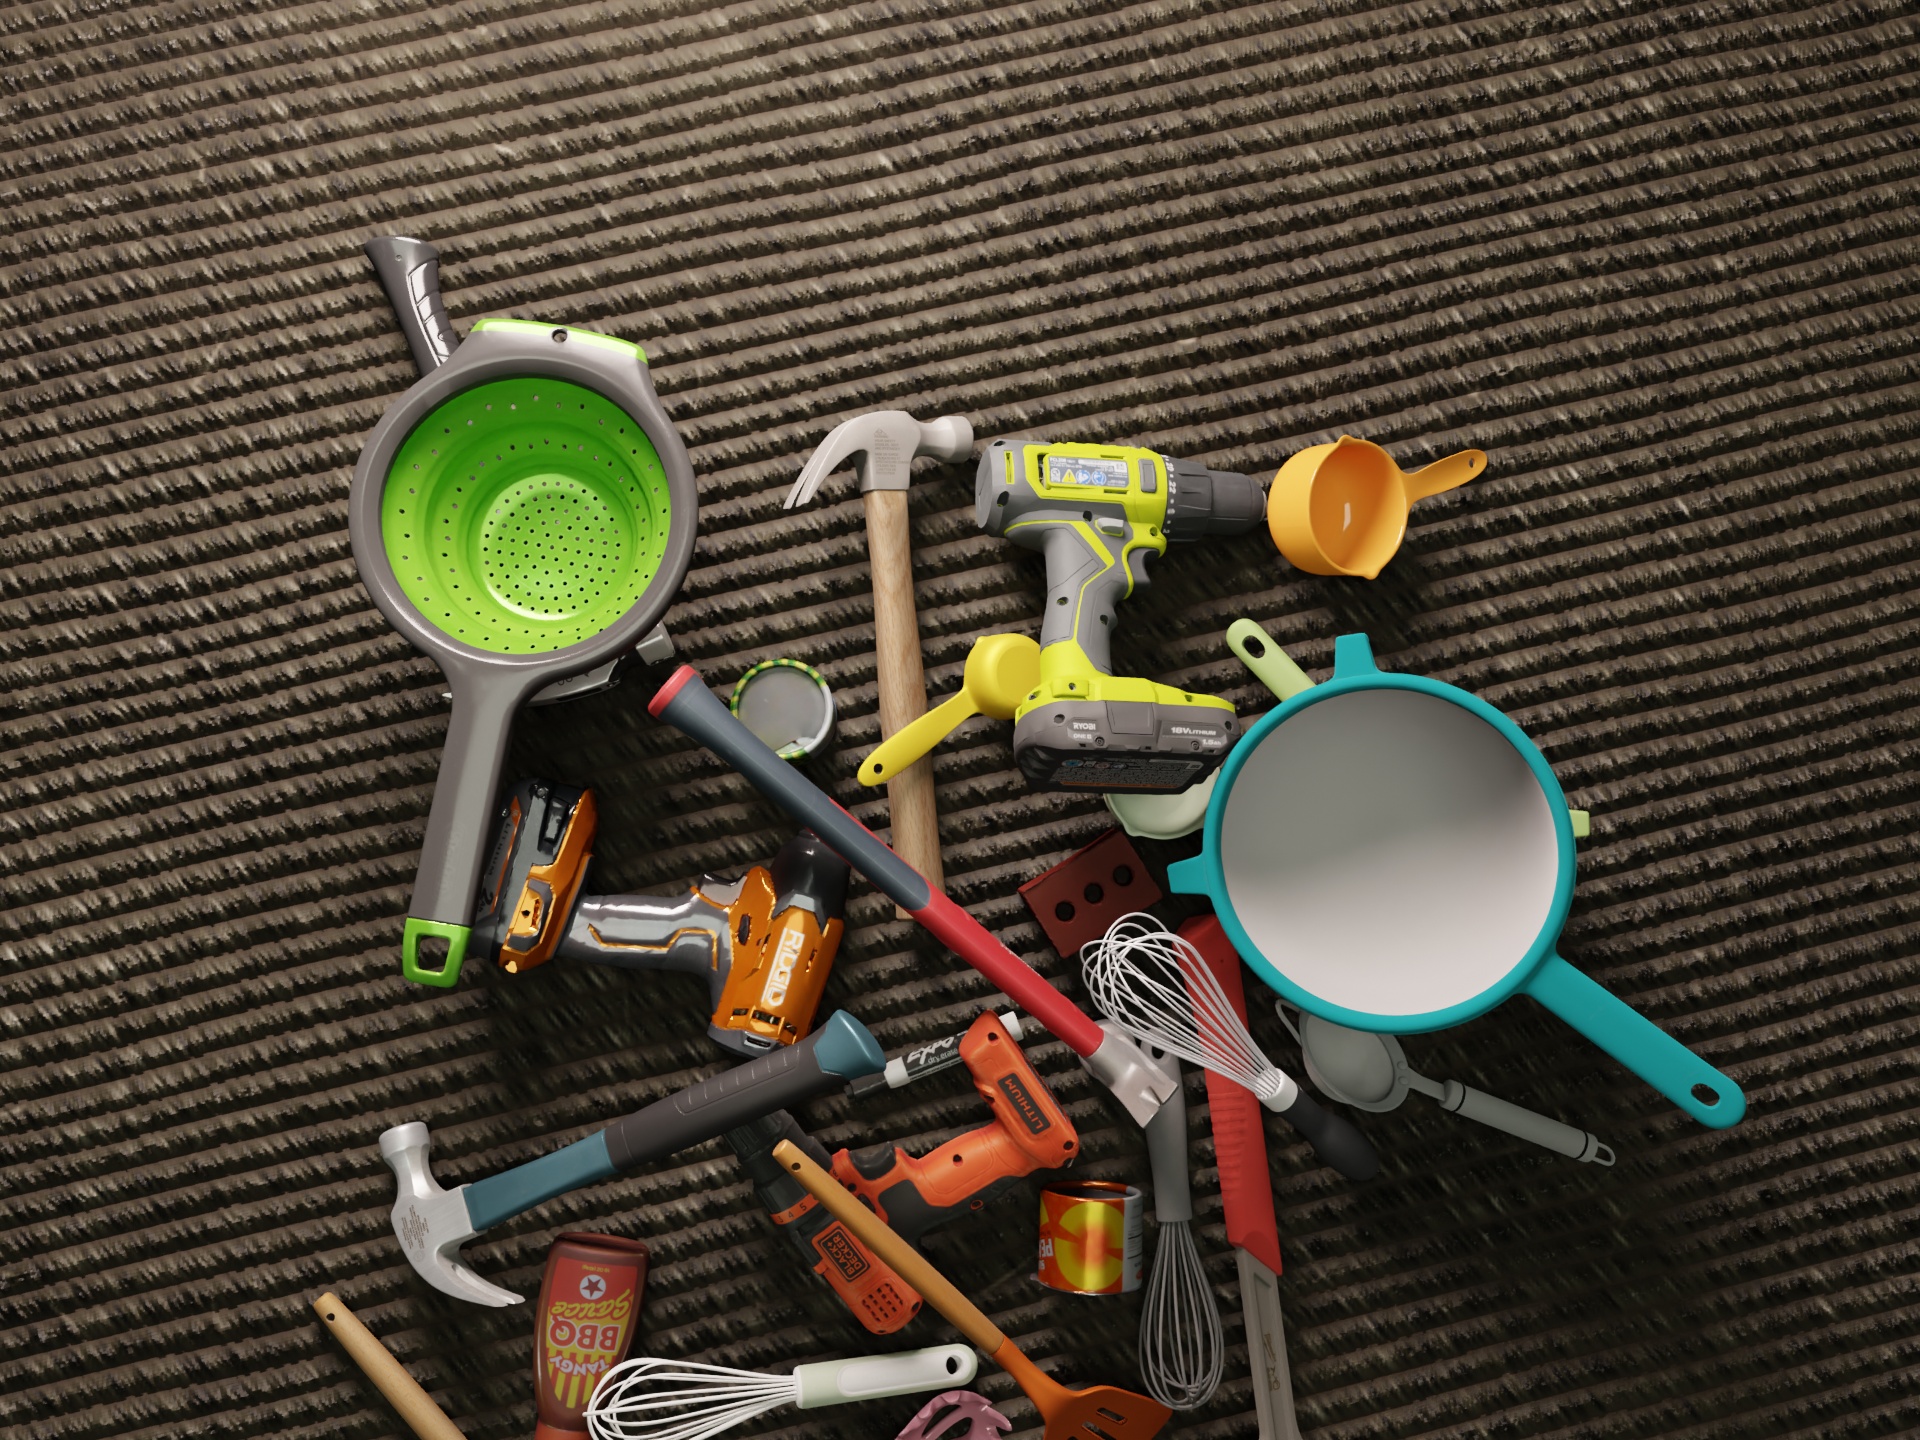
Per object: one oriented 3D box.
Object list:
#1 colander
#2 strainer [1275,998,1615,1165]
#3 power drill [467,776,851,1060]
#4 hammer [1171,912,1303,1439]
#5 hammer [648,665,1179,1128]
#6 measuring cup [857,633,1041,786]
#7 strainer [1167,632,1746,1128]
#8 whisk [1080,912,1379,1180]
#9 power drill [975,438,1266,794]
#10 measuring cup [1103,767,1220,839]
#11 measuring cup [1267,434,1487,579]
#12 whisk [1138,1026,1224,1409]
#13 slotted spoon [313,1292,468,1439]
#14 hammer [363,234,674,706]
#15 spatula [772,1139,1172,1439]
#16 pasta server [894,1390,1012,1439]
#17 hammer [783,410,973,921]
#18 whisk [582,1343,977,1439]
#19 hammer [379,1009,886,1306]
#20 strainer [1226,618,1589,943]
[{"bbox_3d":[-0.273,-0.038,0.969,0.204,0.094,0.397,10,81,-2],"label":"colander"},{"bbox_3d":[0.311,0.243,1.036,0.258,0.050,0.087,22,41,-5],"label":"strainer"},{"bbox_3d":[-0.185,0.109,1.010,0.226,0.084,0.164,19,84,-5],"label":"power drill"},{"bbox_3d":[0.190,0.302,1.013,0.149,0.037,0.359,1,76,-34],"label":"hammer"},{"bbox_3d":[-0.029,0.104,0.957,0.386,0.143,0.038,40,87,-6],"label":"hammer"},{"bbox_3d":[-0.002,-0.003,1.020,0.156,0.029,0.062,-36,104,-28],"label":"measuring cup"},{"bbox_3d":[0.308,0.113,0.945,0.340,0.095,0.211,38,106,14],"label":"strainer"},{"bbox_3d":[0.174,0.209,0.967,0.284,0.070,0.070,42,84,-27],"label":"whisk"},{"bbox_3d":[0.111,-0.073,1.016,0.190,0.080,0.229,2,67,-12],"label":"power drill"},{"bbox_3d":[0.168,0.064,1.048,0.167,0.038,0.083,33,84,-3],"label":"measuring cup"},{"bbox_3d":[0.279,-0.153,1.068,0.173,0.052,0.095,-22,104,-29],"label":"measuring cup"},{"bbox_3d":[0.134,0.319,1.022,0.055,0.055,0.239,-4,81,-3],"label":"whisk"},{"bbox_3d":[-0.297,0.479,0.999,0.070,0.031,0.314,-44,86,-5],"label":"slotted spoon"},{"bbox_3d":[-0.319,-0.166,1.049,0.146,0.035,0.335,-23,86,-5],"label":"hammer"},{"bbox_3d":[0.003,0.364,0.979,0.081,0.041,0.322,-45,100,0],"label":"spatula"},{"bbox_3d":[-0.100,0.529,0.996,0.316,0.040,0.060,-39,99,-4],"label":"pasta server"},{"bbox_3d":[-0.041,-0.035,1.034,0.130,0.031,0.331,-5,90,-31],"label":"hammer"},{"bbox_3d":[-0.109,0.415,0.988,0.246,0.059,0.058,-2,67,-14],"label":"whisk"},{"bbox_3d":[-0.199,0.255,0.968,0.331,0.033,0.128,-25,71,10],"label":"hammer"},{"bbox_3d":[0.272,0.030,1.045,0.151,0.069,0.256,-46,74,15],"label":"strainer"}]
